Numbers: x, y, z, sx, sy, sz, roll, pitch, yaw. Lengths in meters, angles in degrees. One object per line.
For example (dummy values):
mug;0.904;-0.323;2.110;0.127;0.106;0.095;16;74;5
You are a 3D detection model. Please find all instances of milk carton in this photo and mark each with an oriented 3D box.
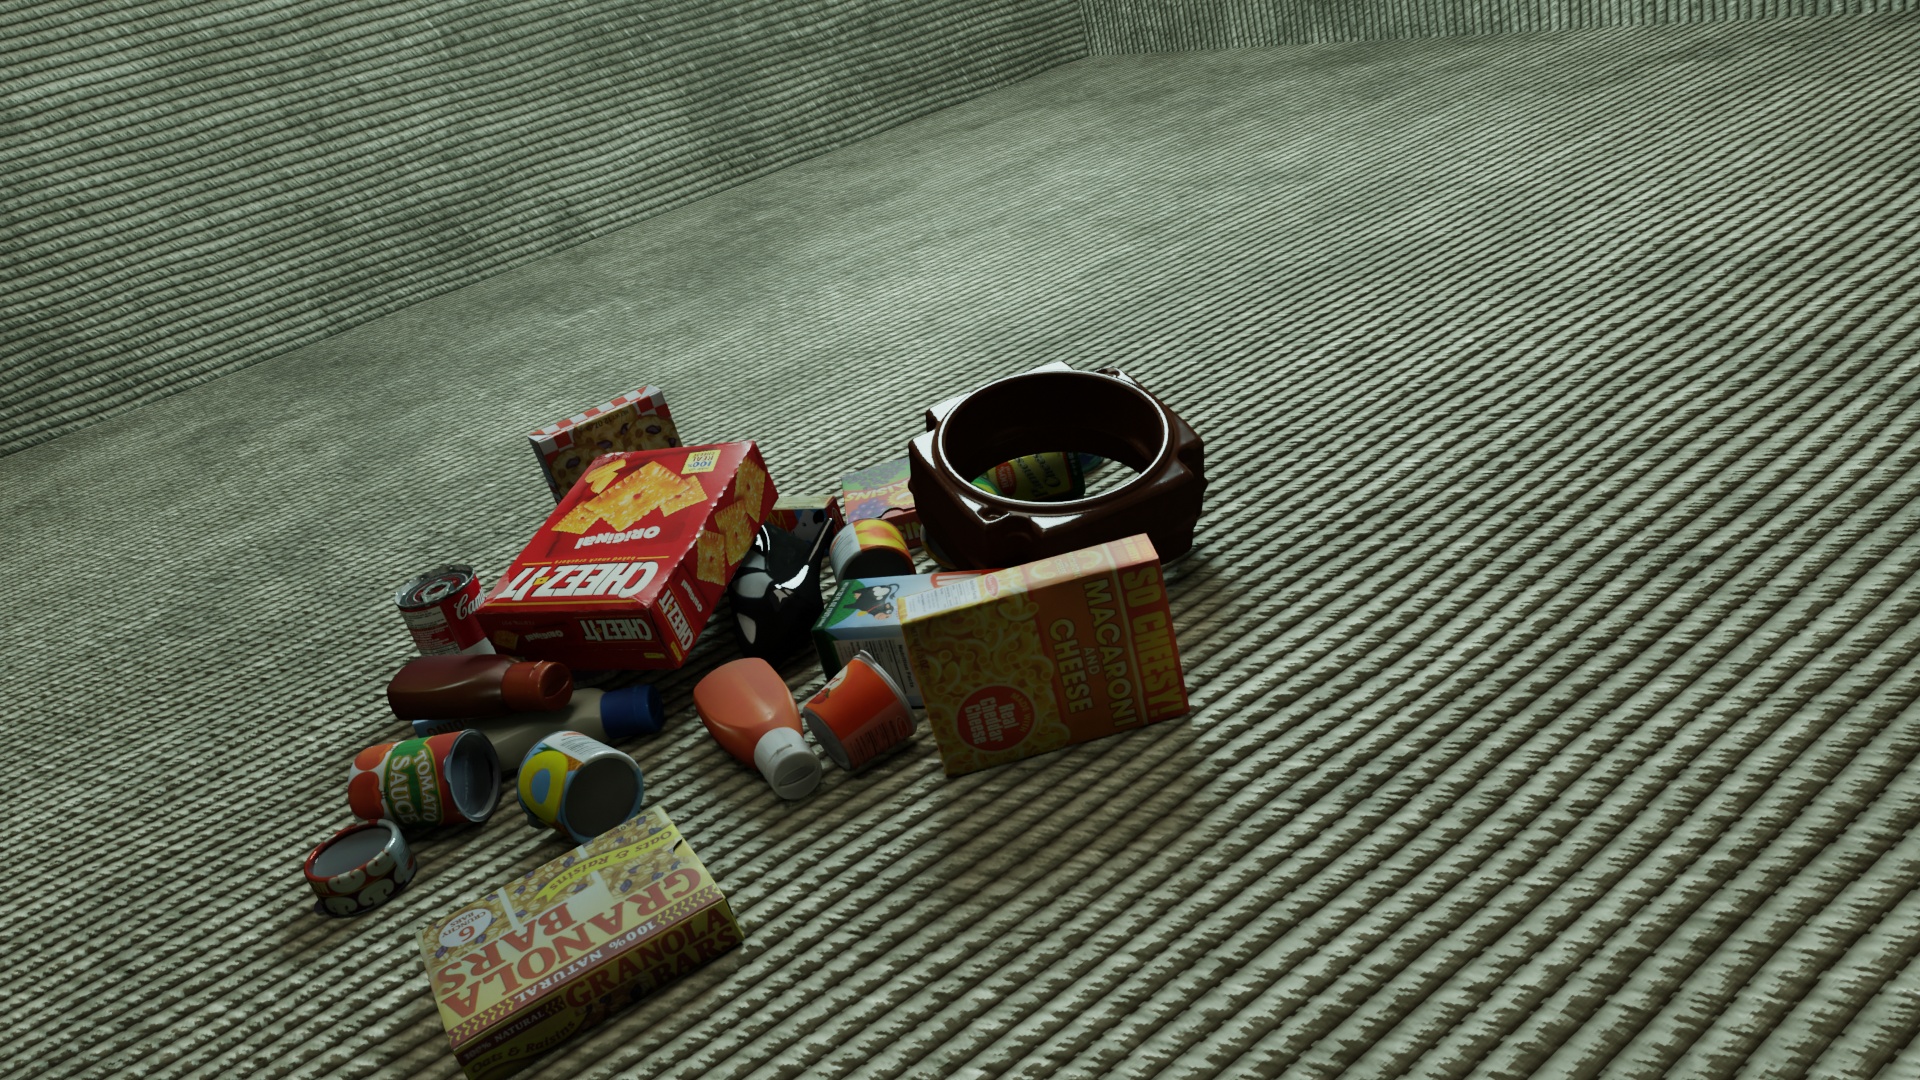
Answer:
milk carton;-0.001;0.070;1.001;0.190;0.073;0.073;-4;28;21

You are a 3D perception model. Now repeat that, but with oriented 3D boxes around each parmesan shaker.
parmesan shaker;0.053;-0.062;1.239;0.103;0.071;0.071;-16;25;-1

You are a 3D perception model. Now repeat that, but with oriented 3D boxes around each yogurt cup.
yogurt cup;-0.071;0.120;0.951;0.054;0.072;0.072;-36;31;-22

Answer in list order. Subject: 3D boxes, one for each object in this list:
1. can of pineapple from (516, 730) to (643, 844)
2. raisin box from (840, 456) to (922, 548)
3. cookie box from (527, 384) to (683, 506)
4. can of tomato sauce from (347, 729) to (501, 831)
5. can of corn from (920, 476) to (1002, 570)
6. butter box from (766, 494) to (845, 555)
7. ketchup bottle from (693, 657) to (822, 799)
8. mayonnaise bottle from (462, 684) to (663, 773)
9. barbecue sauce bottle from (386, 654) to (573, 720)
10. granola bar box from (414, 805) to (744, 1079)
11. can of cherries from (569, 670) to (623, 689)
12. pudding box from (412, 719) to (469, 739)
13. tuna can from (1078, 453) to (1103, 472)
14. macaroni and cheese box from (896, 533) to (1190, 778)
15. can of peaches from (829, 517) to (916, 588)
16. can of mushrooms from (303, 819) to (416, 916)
can of pineapple;-0.260;0.171;0.951;0.058;0.070;0.071;11;36;43
raisin box;-0.062;-0.032;1.281;0.086;0.040;0.124;-15;26;-1
cookie box;-0.309;-0.043;1.291;0.123;0.166;0.040;-28;25;-24
can of tomato sauce;-0.389;0.176;1.006;0.083;0.071;0.071;-10;26;12
can of corn;0.004;-0.015;1.181;0.071;0.071;0.058;-9;27;13
butter box;-0.154;-0.013;1.277;0.103;0.053;0.024;-1;31;29
ketchup bottle;-0.141;0.133;0.984;0.065;0.043;0.149;-25;27;-17
mayonnaise bottle;-0.303;0.142;1.061;0.148;0.041;0.065;-11;23;6
barbecue sauce bottle;-0.362;0.111;1.054;0.148;0.043;0.065;-4;22;28
granola bar box;-0.230;0.236;0.829;0.166;0.039;0.124;-26;28;-21
can of cherries;-0.312;0.082;1.164;0.071;0.058;0.072;-13;25;6
pudding box;-0.394;0.139;1.127;0.084;0.030;0.050;-12;27;7
tuna can;0.098;-0.087;1.309;0.071;0.032;0.071;-12;25;6
macaroni and cheese box;0.055;0.075;0.902;0.166;0.123;0.040;-15;26;0
can of peaches;-0.070;0.023;1.145;0.071;0.071;0.058;-17;25;-4
can of mushrooms;-0.417;0.226;0.960;0.071;0.033;0.071;-12;26;6
